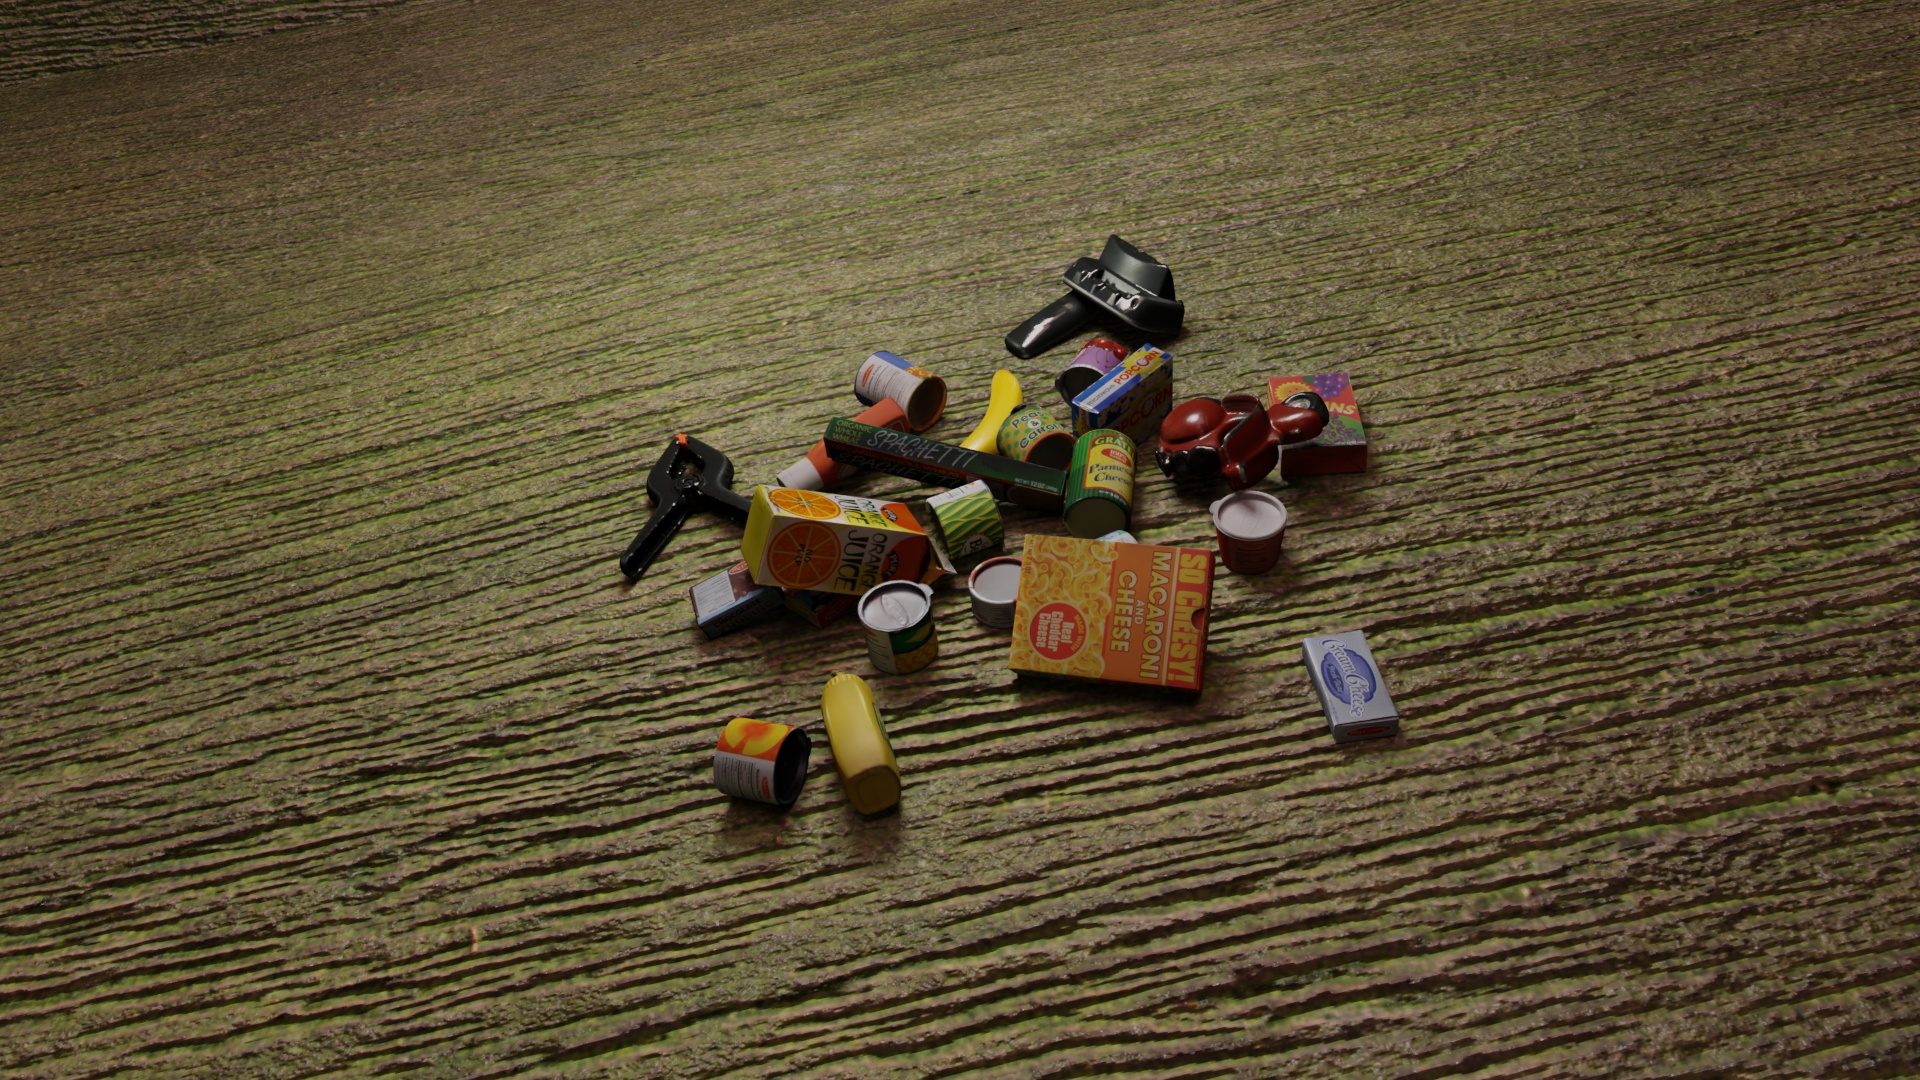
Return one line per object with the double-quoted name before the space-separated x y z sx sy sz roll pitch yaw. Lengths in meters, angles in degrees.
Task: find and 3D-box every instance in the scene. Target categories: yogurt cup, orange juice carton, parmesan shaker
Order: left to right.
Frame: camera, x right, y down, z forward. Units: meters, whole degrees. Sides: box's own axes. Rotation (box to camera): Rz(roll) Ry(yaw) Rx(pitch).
"orange juice carton" -0.101 0.005 1.311 0.193 0.072 0.072 7 22 -24
"parmesan shaker" 0.142 -0.052 1.376 0.071 0.071 0.103 0 42 11
"yogurt cup" 0.272 -0.005 1.306 0.072 0.053 0.073 -5 41 5

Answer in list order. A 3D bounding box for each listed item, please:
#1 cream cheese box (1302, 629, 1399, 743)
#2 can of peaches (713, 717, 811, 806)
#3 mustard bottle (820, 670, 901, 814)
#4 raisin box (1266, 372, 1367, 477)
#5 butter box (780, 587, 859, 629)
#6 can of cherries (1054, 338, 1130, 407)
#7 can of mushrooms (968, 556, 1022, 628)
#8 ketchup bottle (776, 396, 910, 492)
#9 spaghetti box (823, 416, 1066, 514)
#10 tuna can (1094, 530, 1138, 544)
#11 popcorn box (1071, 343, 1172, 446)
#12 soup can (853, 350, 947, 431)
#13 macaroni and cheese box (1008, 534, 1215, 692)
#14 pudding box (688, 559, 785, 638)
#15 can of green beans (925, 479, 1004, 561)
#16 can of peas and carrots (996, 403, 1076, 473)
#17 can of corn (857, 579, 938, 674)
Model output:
"cream cheese box" 0.328 0.122 1.174 0.053 0.024 0.104 -8 41 1
"can of peaches" -0.166 0.184 1.164 0.058 0.071 0.071 7 44 18
"mustard bottle" -0.090 0.158 1.182 0.049 0.065 0.161 -19 38 -5
"raisin box" 0.366 -0.120 1.431 0.086 0.039 0.124 -4 43 7
"butter box" -0.153 0.043 1.351 0.103 0.024 0.053 28 54 35
"can of cherries" 0.146 -0.179 1.515 0.071 0.071 0.059 14 46 24
"can of mushrooms" 0.042 0.046 1.305 0.071 0.033 0.071 -6 41 5
"ketchup bottle" -0.124 -0.093 1.474 0.149 0.064 0.043 -34 66 -14
"spaghetti box" -0.016 -0.076 1.402 0.250 0.050 0.029 14 68 8
"tuna can" 0.144 0.027 1.286 0.033 0.070 0.071 -21 42 -21
"popcorn box" 0.170 -0.137 1.450 0.038 0.084 0.127 29 53 34
"soup can" -0.064 -0.166 1.543 0.084 0.071 0.071 30 54 35
"macaroni and cheese box" 0.133 0.064 1.218 0.166 0.040 0.124 5 79 16
"pudding box" -0.213 0.052 1.326 0.083 0.030 0.050 -27 51 5
"can of green beans" 0.004 -0.019 1.362 0.058 0.071 0.071 -20 42 -11
"can of peas and carrots" 0.079 -0.099 1.435 0.071 0.070 0.059 -24 44 -16
"can of corn" -0.054 0.078 1.267 0.071 0.058 0.071 -5 41 5
